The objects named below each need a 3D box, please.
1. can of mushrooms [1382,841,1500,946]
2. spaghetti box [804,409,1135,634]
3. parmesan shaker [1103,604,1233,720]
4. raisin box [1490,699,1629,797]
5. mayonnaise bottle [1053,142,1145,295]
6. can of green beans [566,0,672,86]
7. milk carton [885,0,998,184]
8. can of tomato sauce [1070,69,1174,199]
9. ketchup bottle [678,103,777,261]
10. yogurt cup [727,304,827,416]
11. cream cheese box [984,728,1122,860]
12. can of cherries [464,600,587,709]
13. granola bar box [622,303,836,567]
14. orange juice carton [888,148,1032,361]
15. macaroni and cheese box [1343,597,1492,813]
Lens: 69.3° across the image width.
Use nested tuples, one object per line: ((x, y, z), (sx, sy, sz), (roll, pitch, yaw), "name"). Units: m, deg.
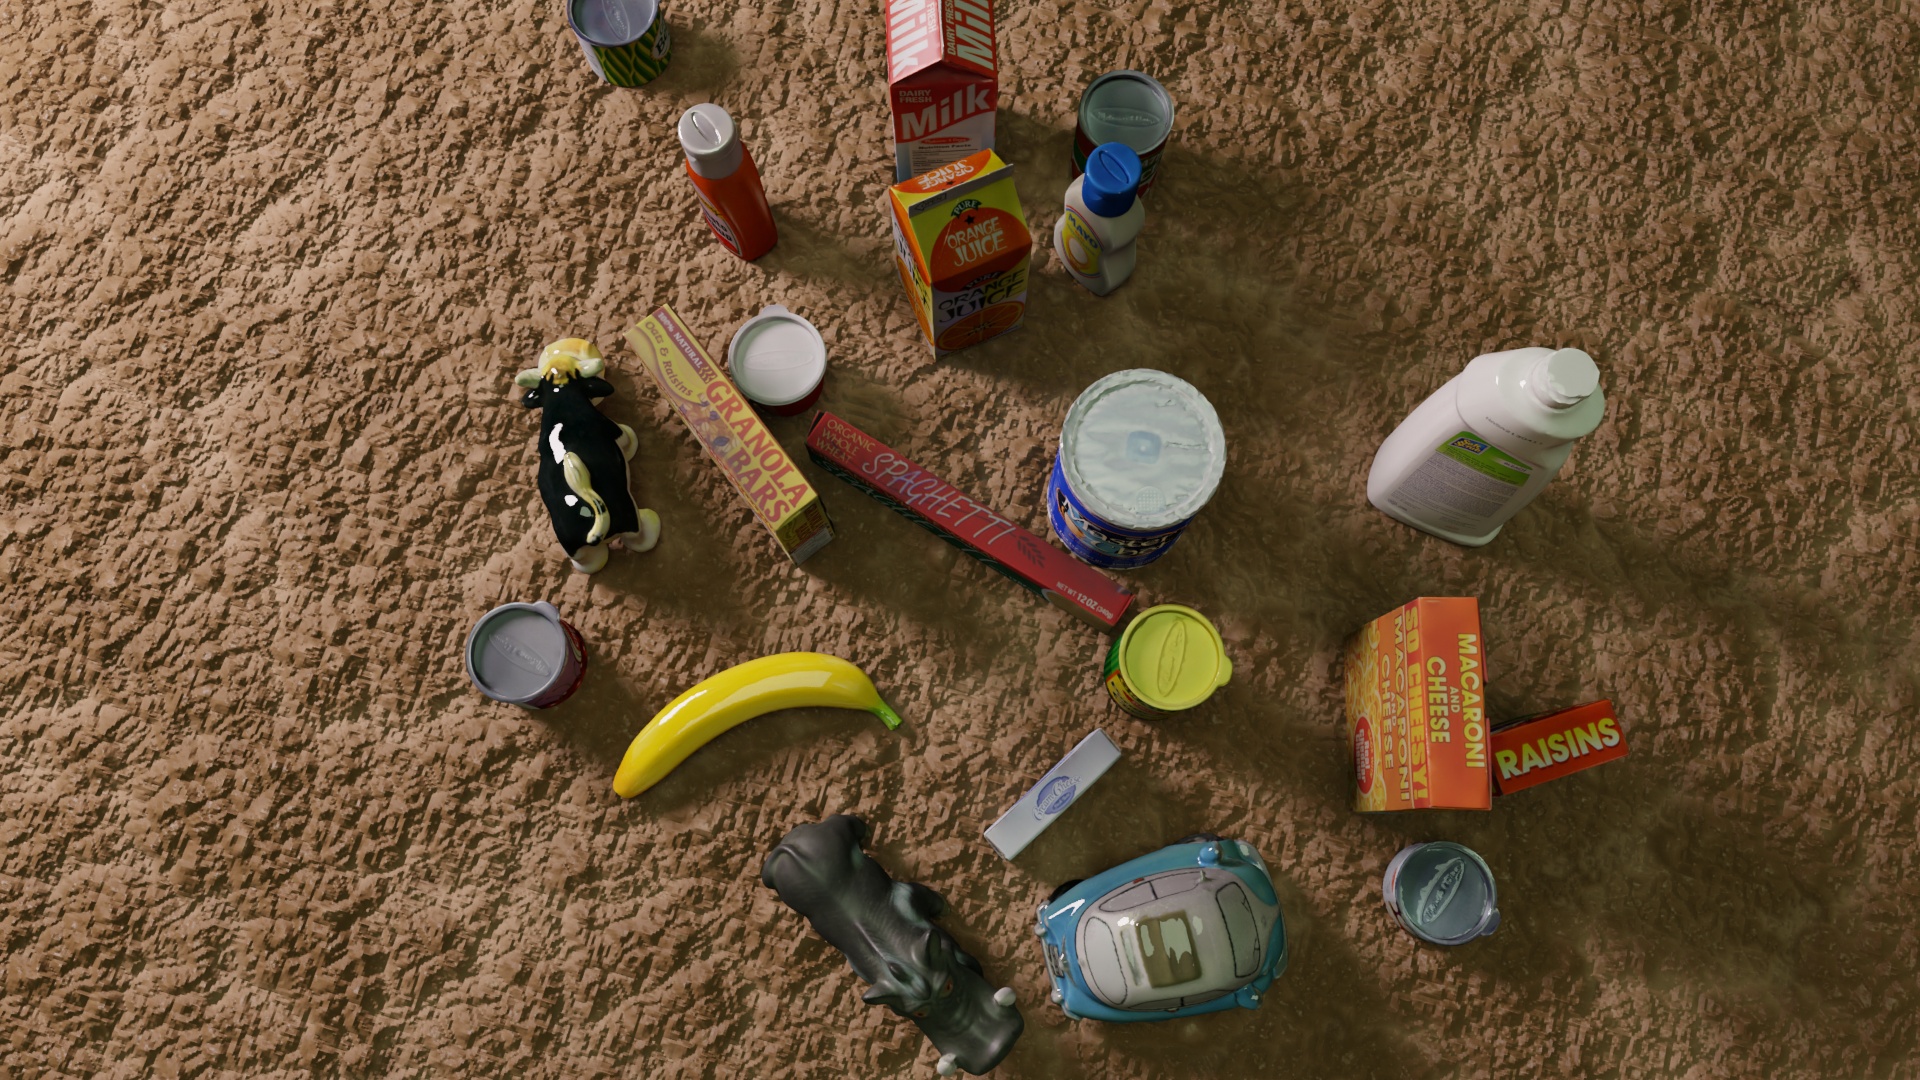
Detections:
((0.316, 0.233, 0.913), (0.071, 0.033, 0.071), (0, 78, 0), "can of mushrooms")
((0.003, -0.012, 0.957), (0.250, 0.050, 0.029), (31, 80, 6), "spaghetti box")
((0.134, 0.083, 0.909), (0.071, 0.103, 0.071), (0, 78, 0), "parmesan shaker")
((0.356, 0.135, 0.889), (0.086, 0.123, 0.040), (-16, 79, -3), "raisin box")
((0.097, -0.222, 0.954), (0.041, 0.148, 0.065), (-38, 81, -7), "mayonnaise bottle")
((-0.252, -0.381, 1.033), (0.071, 0.057, 0.071), (0, 78, 0), "can of green beans")
((-0.013, -0.316, 0.952), (0.073, 0.190, 0.072), (-3, 78, -1), "milk carton")
((0.115, -0.286, 1.001), (0.071, 0.083, 0.071), (0, 78, 0), "can of tomato sauce")
((-0.162, -0.249, 0.958), (0.043, 0.148, 0.065), (-38, 81, -7), "ketchup bottle")
((-0.126, -0.121, 0.978), (0.072, 0.054, 0.072), (0, 78, 0), "yogurt cup")
((0.060, 0.168, 0.916), (0.104, 0.053, 0.024), (-42, 81, -8), "cream cheese box")
((-0.288, 0.077, 0.932), (0.071, 0.058, 0.071), (0, 78, 0), "can of cherries")
((-0.151, -0.067, 0.931), (0.039, 0.124, 0.165), (-38, 80, -7), "granola bar box")
((0.000, -0.194, 0.924), (0.072, 0.192, 0.073), (-22, 79, -5), "orange juice carton")
((0.283, 0.108, 0.872), (0.040, 0.166, 0.124), (1, 78, 0), "macaroni and cheese box")
